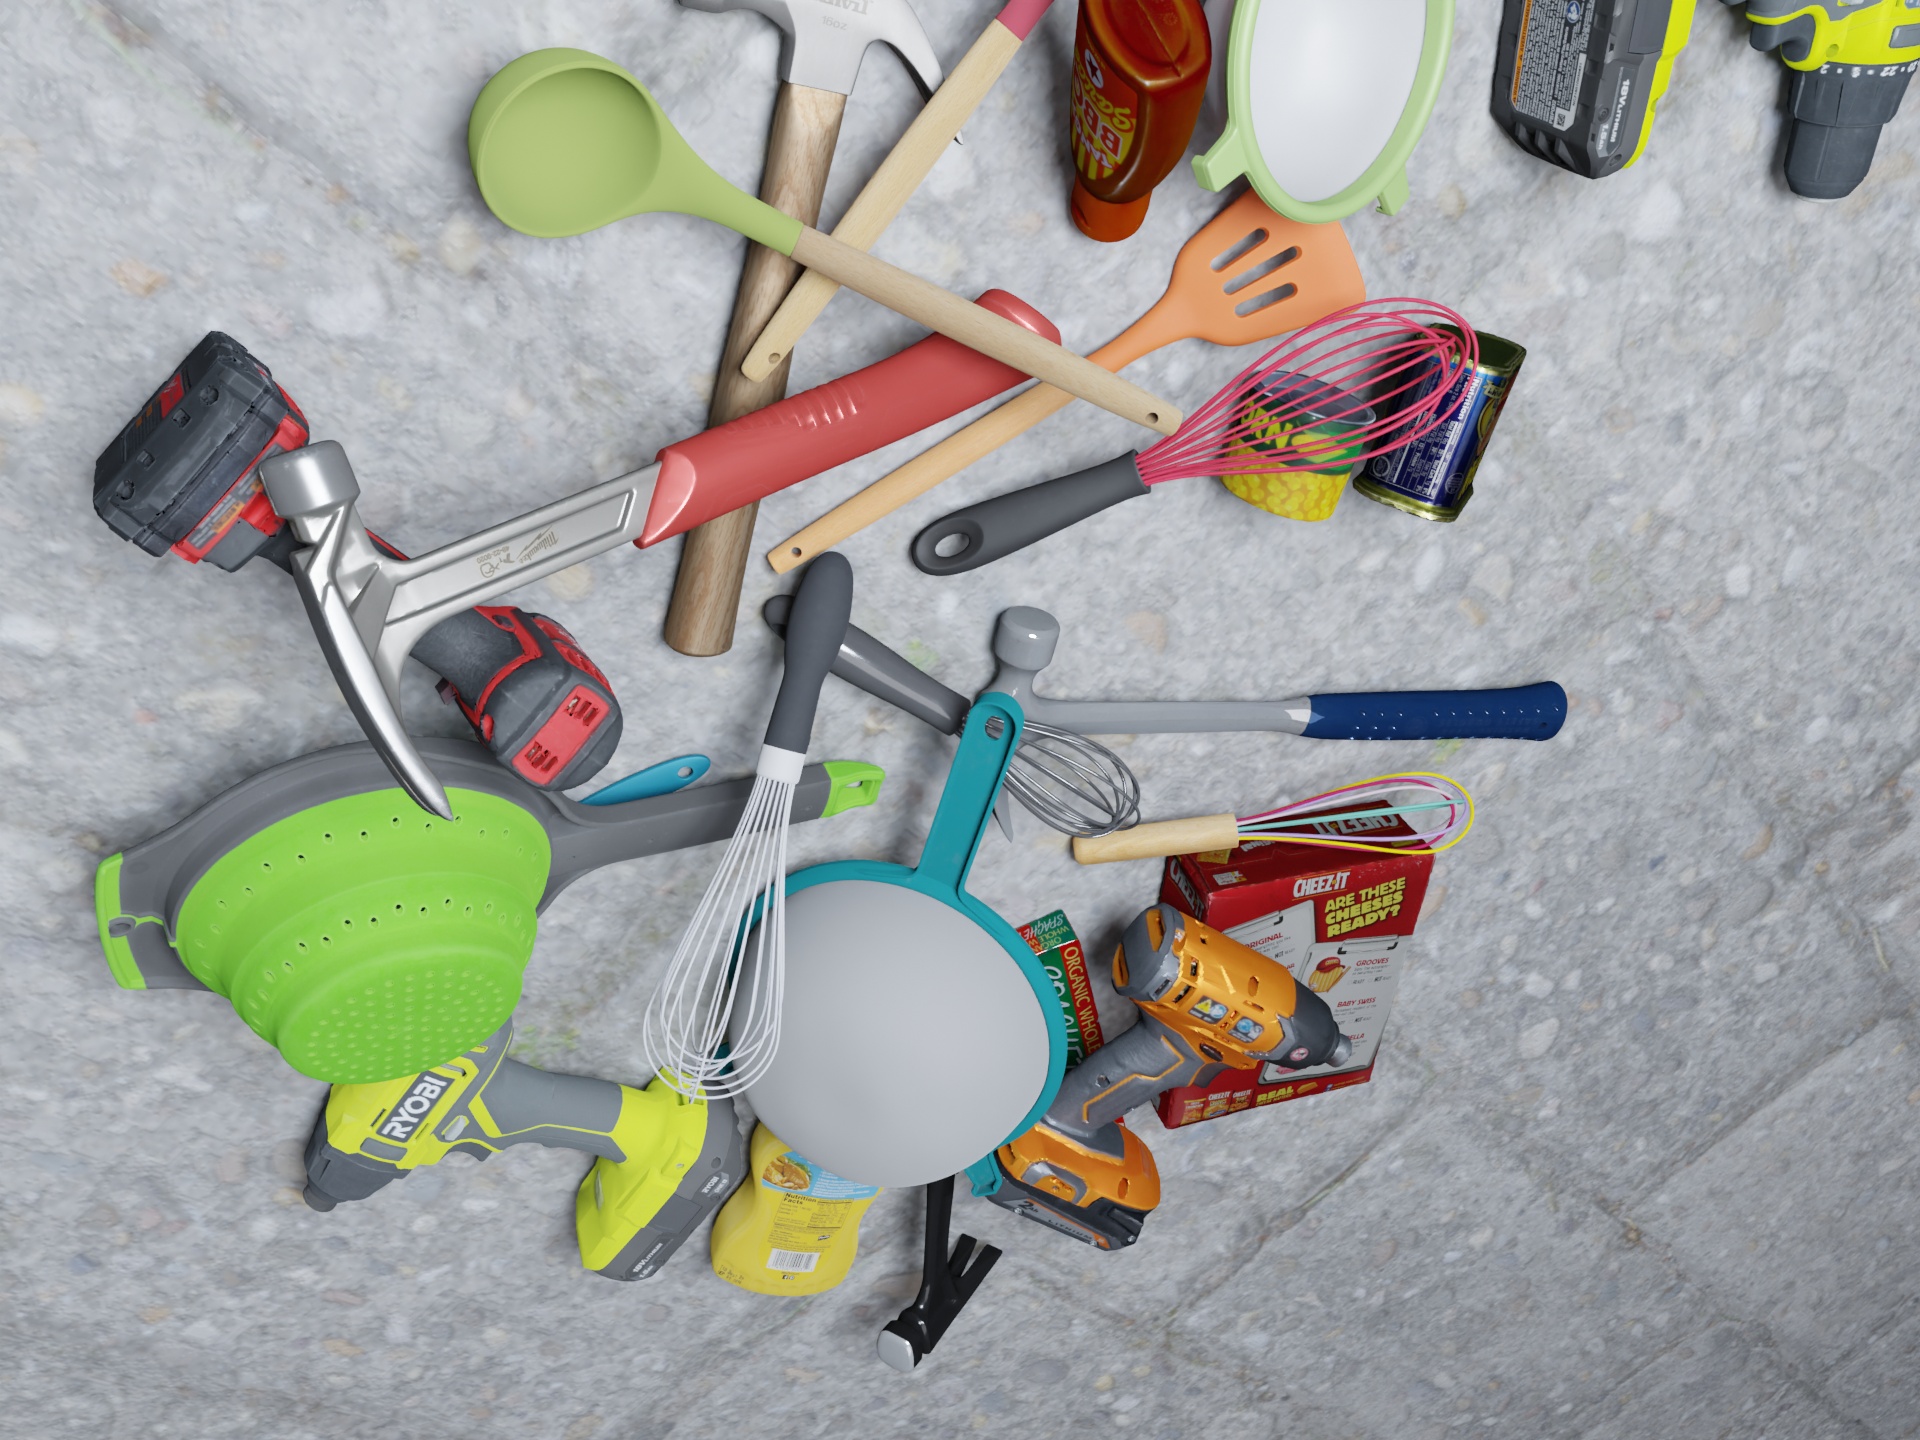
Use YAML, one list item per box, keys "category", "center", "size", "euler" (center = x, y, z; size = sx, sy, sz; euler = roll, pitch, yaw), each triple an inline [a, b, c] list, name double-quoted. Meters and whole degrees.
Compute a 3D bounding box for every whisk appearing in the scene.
- category: "whisk"
  center: [0.108, -0.131, 0.786]
  size: [0.296, 0.073, 0.073]
  euler: [-20, 132, 19]
- category: "whisk"
  center: [-0.099, 0.053, 0.798]
  size: [0.070, 0.070, 0.284]
  euler: [16, 88, -30]
- category: "whisk"
  center: [-0.001, -0.002, 0.852]
  size: [0.238, 0.055, 0.055]
  euler: [30, 109, -16]
- category: "whisk"
  center: [0.192, 0.068, 0.976]
  size: [0.245, 0.051, 0.047]
  euler: [-7, 95, 5]

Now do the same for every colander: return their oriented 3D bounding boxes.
- category: "colander"
  center: [-0.204, 0.094, 0.797]
  size: [0.397, 0.095, 0.204]
  euler: [-11, 144, -28]

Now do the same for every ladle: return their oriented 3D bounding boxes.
- category: "ladle"
  center: [0.005, -0.266, 0.667]
  size: [0.069, 0.031, 0.315]
  euler: [23, 116, -45]
- category: "ladle"
  center: [-0.045, -0.183, 0.662]
  size: [0.320, 0.062, 0.078]
  euler: [22, 127, -16]

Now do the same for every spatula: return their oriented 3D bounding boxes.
- category: "spatula"
  center: [0.043, -0.160, 0.792]
  size: [0.322, 0.041, 0.081]
  euler: [-31, 106, 3]

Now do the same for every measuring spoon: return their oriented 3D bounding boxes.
- category: "measuring spoon"
  center: [-0.193, 0.052, 0.856]
  size: [0.128, 0.021, 0.042]
  euler: [-24, 129, -3]

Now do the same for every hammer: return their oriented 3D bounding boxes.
- category: "hammer"
  center: [-0.006, 0.273, 1.062]
  size: [0.127, 0.034, 0.336]
  euler: [-36, 137, -52]
- category: "hammer"
  center: [0.197, 0.002, 0.974]
  size: [0.405, 0.035, 0.144]
  euler: [-1, 123, -22]
- category: "hammer"
  center: [-0.089, -0.175, 0.733]
  size: [0.130, 0.031, 0.331]
  euler: [3, 123, -23]
- category: "hammer"
  center: [-0.097, -0.099, 0.680]
  size: [0.359, 0.037, 0.149]
  euler: [-29, 110, -29]

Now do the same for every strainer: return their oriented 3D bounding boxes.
- category: "strainer"
  center: [-0.035, 0.140, 0.867]
  size: [0.211, 0.095, 0.340]
  euler: [24, 123, 7]
- category: "strainer"
  center: [0.156, -0.351, 0.688]
  size: [0.151, 0.069, 0.256]
  euler: [-10, 117, -41]

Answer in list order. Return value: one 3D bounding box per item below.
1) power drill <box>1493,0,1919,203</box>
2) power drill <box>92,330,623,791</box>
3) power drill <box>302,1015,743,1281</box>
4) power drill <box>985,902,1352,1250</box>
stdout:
- category: "power drill"
  center: [0.385, -0.340, 0.783]
  size: [0.228, 0.080, 0.190]
  euler: [-15, 128, -16]
- category: "power drill"
  center: [-0.249, -0.061, 0.686]
  size: [0.078, 0.143, 0.219]
  euler: [-50, 123, -2]
- category: "power drill"
  center: [-0.258, 0.249, 0.940]
  size: [0.223, 0.080, 0.171]
  euler: [29, 109, -31]
- category: "power drill"
  center: [0.128, 0.231, 1.002]
  size: [0.164, 0.084, 0.226]
  euler: [28, 116, -17]
